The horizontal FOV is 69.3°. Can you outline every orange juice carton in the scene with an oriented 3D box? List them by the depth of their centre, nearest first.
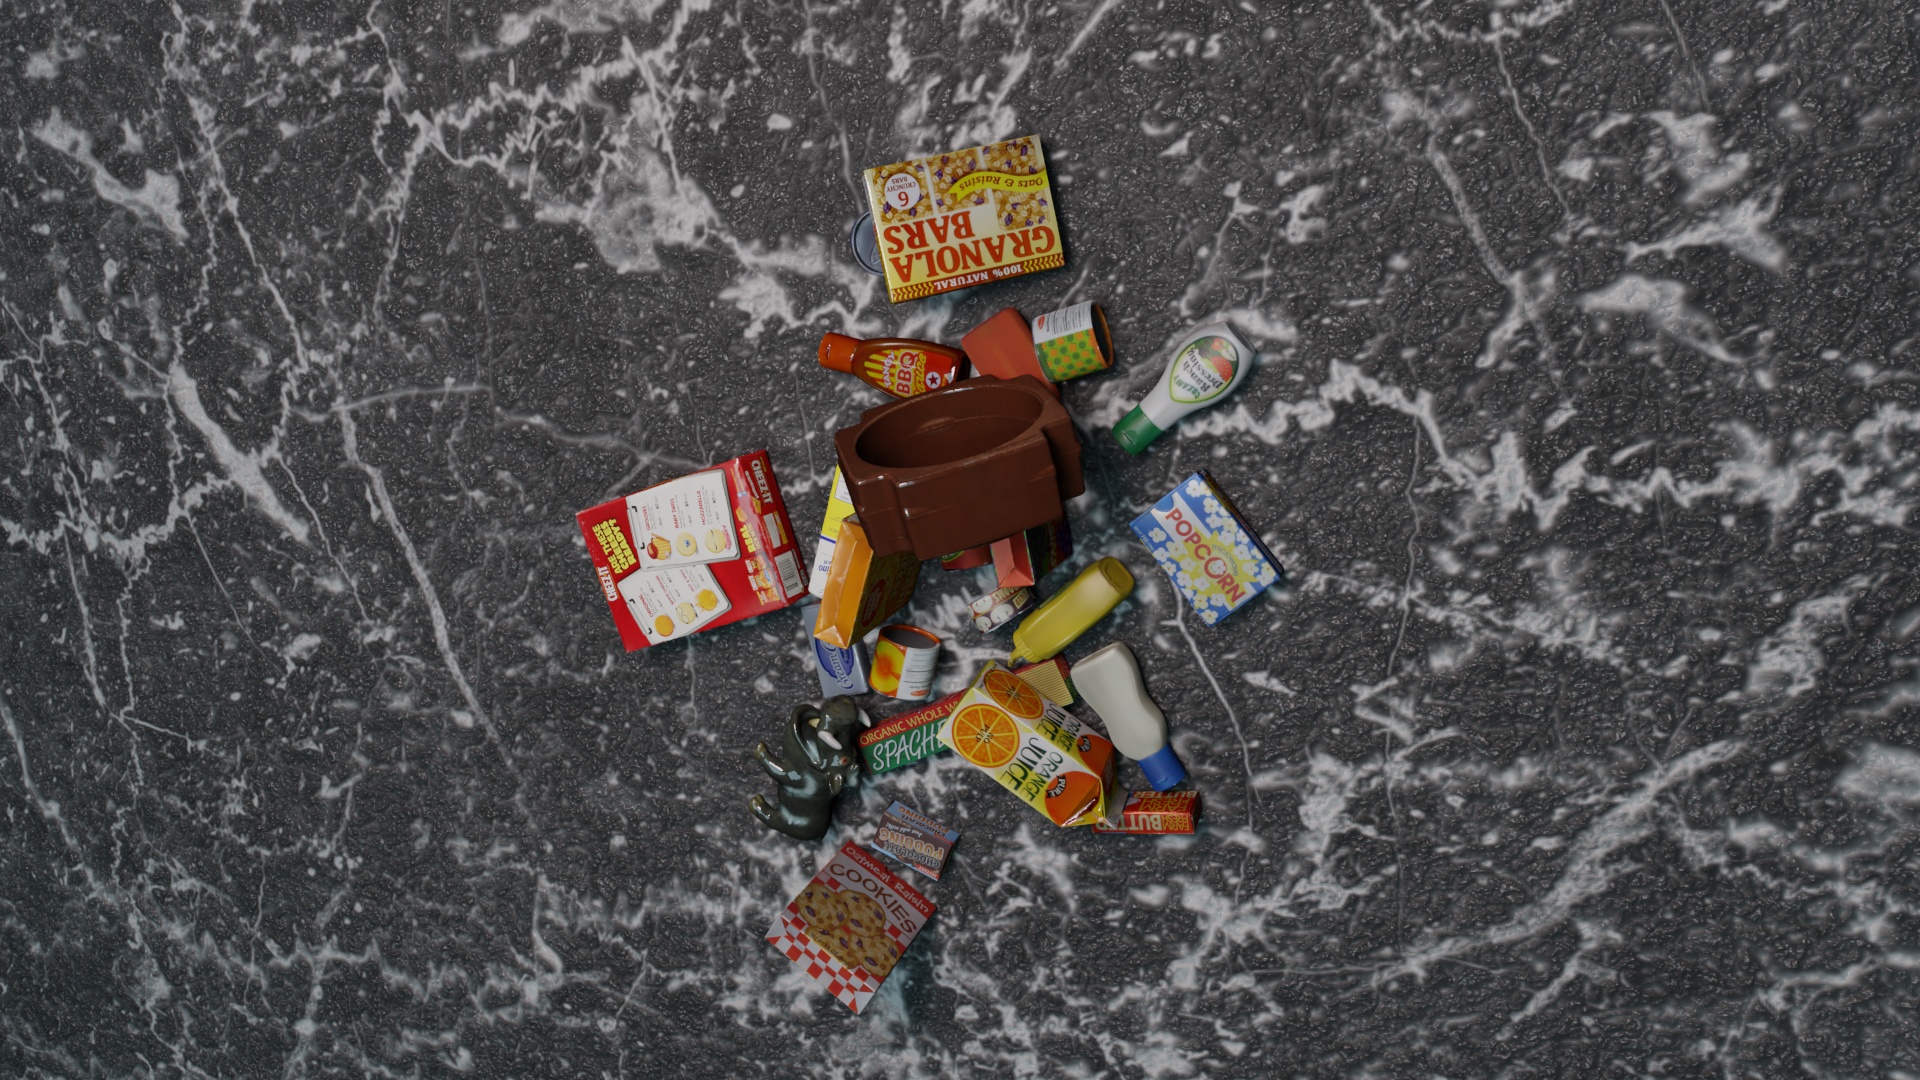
[{"bbox_3d":[0.081,0.210,1.367,0.193,0.072,0.072,35,115,3],"label":"orange juice carton"}]

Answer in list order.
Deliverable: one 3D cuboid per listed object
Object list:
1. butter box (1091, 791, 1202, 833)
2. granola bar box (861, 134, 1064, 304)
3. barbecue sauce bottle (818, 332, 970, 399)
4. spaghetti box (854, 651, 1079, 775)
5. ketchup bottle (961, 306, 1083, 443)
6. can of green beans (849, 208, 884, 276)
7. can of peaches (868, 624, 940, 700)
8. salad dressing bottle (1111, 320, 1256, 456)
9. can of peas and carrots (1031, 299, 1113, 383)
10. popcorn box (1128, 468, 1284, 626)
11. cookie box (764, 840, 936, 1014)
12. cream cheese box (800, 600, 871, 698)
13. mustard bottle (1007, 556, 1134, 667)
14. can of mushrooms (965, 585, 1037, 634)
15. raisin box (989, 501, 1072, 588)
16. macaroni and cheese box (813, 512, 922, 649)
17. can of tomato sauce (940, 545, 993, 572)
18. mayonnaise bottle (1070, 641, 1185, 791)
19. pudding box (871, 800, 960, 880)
[{"bbox_3d":[0.185,0.270,1.382,0.103,0.053,0.024,-4,103,21],"label":"butter box"},{"bbox_3d":[0.002,-0.297,1.289,0.166,0.039,0.124,-13,98,-7],"label":"granola bar box"},{"bbox_3d":[-0.067,-0.173,1.378,0.148,0.044,0.064,16,108,16],"label":"barbecue sauce bottle"},{"bbox_3d":[0.003,0.182,1.441,0.249,0.029,0.050,-24,93,23],"label":"spaghetti box"},{"bbox_3d":[0.064,-0.147,1.337,0.064,0.044,0.149,-32,90,26],"label":"ketchup bottle"},{"bbox_3d":[-0.065,-0.290,1.343,0.071,0.058,0.071,4,103,19],"label":"can of green beans"},{"bbox_3d":[-0.059,0.124,1.430,0.071,0.071,0.058,17,108,15],"label":"can of peaches"},{"bbox_3d":[0.205,-0.139,1.288,0.147,0.044,0.064,-43,87,23],"label":"salad dressing bottle"},{"bbox_3d":[0.107,-0.185,1.303,0.058,0.071,0.071,-14,97,21],"label":"can of peas and carrots"},{"bbox_3d":[0.233,0.007,1.314,0.085,0.038,0.126,-39,88,24],"label":"popcorn box"},{"bbox_3d":[-0.111,0.399,1.455,0.123,0.168,0.040,36,115,8],"label":"cookie box"},{"bbox_3d":[-0.130,0.114,1.475,0.053,0.024,0.103,-11,98,22],"label":"cream cheese box"},{"bbox_3d":[0.098,0.078,1.366,0.159,0.065,0.049,-41,85,27],"label":"mustard bottle"},{"bbox_3d":[0.042,0.062,1.378,0.071,0.071,0.033,-31,89,23],"label":"can of mushrooms"},{"bbox_3d":[0.066,-0.012,1.323,0.040,0.124,0.086,-8,99,23],"label":"raisin box"},{"bbox_3d":[-0.080,0.023,1.360,0.040,0.167,0.123,21,109,14],"label":"macaroni and cheese box"},{"bbox_3d":[0.005,-0.017,1.373,0.071,0.071,0.083,-8,99,21],"label":"can of tomato sauce"},{"bbox_3d":[0.170,0.176,1.374,0.064,0.041,0.148,-30,92,25],"label":"mayonnaise bottle"},{"bbox_3d":[-0.049,0.322,1.490,0.084,0.030,0.049,26,110,13],"label":"pudding box"}]
